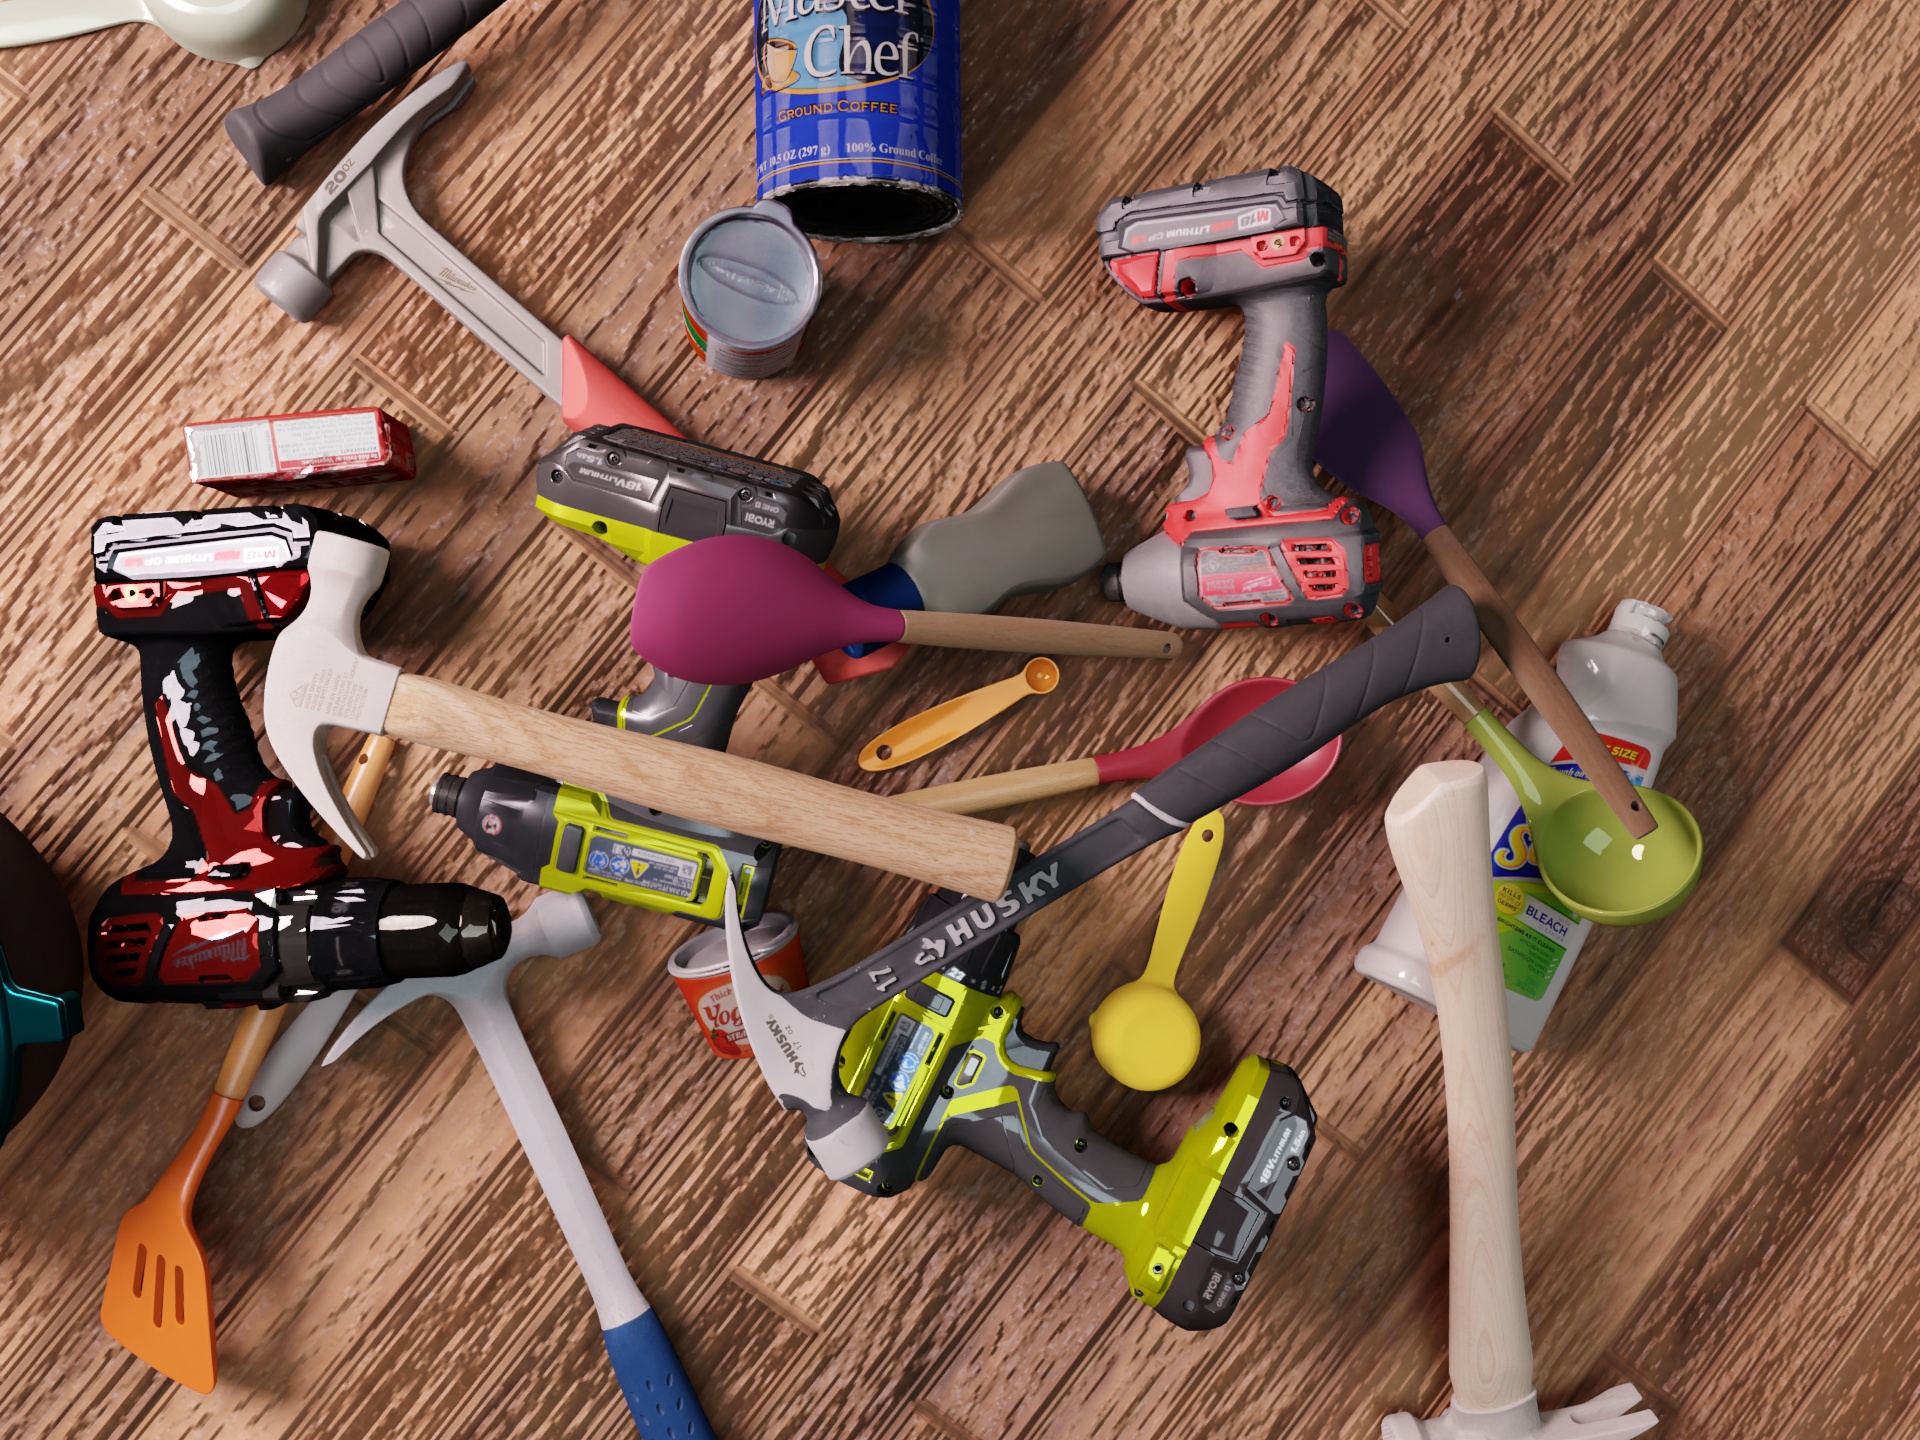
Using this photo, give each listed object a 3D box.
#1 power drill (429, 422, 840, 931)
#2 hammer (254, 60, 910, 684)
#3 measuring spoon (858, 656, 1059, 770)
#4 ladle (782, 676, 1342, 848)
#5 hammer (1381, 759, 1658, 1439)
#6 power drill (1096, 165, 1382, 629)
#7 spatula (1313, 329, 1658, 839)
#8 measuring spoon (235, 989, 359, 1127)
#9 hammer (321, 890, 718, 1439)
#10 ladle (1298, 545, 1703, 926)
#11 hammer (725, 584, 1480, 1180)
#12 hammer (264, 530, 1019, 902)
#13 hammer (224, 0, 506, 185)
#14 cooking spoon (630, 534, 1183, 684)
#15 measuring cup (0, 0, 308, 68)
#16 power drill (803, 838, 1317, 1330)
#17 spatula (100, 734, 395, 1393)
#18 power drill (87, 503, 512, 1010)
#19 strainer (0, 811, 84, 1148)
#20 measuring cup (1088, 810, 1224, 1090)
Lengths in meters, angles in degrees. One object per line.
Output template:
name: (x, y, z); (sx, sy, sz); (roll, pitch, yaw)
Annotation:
power drill: (-0.155, -0.020, 0.761); (0.171, 0.080, 0.223); (15, 106, -2)
hammer: (-0.162, -0.153, 0.796); (0.359, 0.037, 0.149); (41, 85, -8)
measuring spoon: (-0.001, -0.003, 0.841); (0.117, 0.011, 0.021); (-26, 97, -4)
ladle: (0.047, 0.033, 0.840); (0.315, 0.031, 0.069); (-11, 89, -7)
hammer: (0.278, 0.215, 0.823); (0.146, 0.038, 0.410); (-11, 107, -3)
power drill: (0.134, -0.155, 0.809); (0.143, 0.078, 0.219); (-3, 97, 25)
spatula: (0.255, -0.075, 0.814); (0.060, 0.018, 0.316); (-27, 70, -8)
measuring spoon: (-0.321, 0.152, 0.788); (0.034, 0.018, 0.124); (36, 87, -9)
hammer: (-0.179, 0.294, 0.805); (0.144, 0.035, 0.405); (-24, 96, -11)
ladle: (0.249, -0.025, 0.818); (0.078, 0.062, 0.320); (-40, 80, -6)
hammer: (0.076, 0.049, 0.762); (0.409, 0.036, 0.149); (-31, 94, -6)
hammer: (-0.136, 0.025, 0.700); (0.331, 0.031, 0.130); (16, 87, -8)
hammer: (-0.207, -0.361, 0.754); (0.335, 0.146, 0.035); (-34, 96, 5)
cooking spoon: (-0.009, -0.044, 0.759); (0.318, 0.017, 0.068); (1, 109, -38)
measuring cup: (-0.397, -0.346, 0.750); (0.167, 0.038, 0.083); (-16, 94, -10)
power drill: (0.057, 0.180, 0.800); (0.228, 0.080, 0.190); (26, 88, 9)
spatula: (-0.340, 0.159, 0.776); (0.081, 0.041, 0.323); (17, 81, 23)
power drill: (-0.305, 0.019, 0.734); (0.188, 0.080, 0.227); (-3, 89, 4)
strainer: (-0.512, 0.058, 0.717); (0.211, 0.095, 0.340); (-44, 84, 22)
measuring cup: (0.115, 0.123, 0.850); (0.062, 0.029, 0.156); (17, 92, -9)
